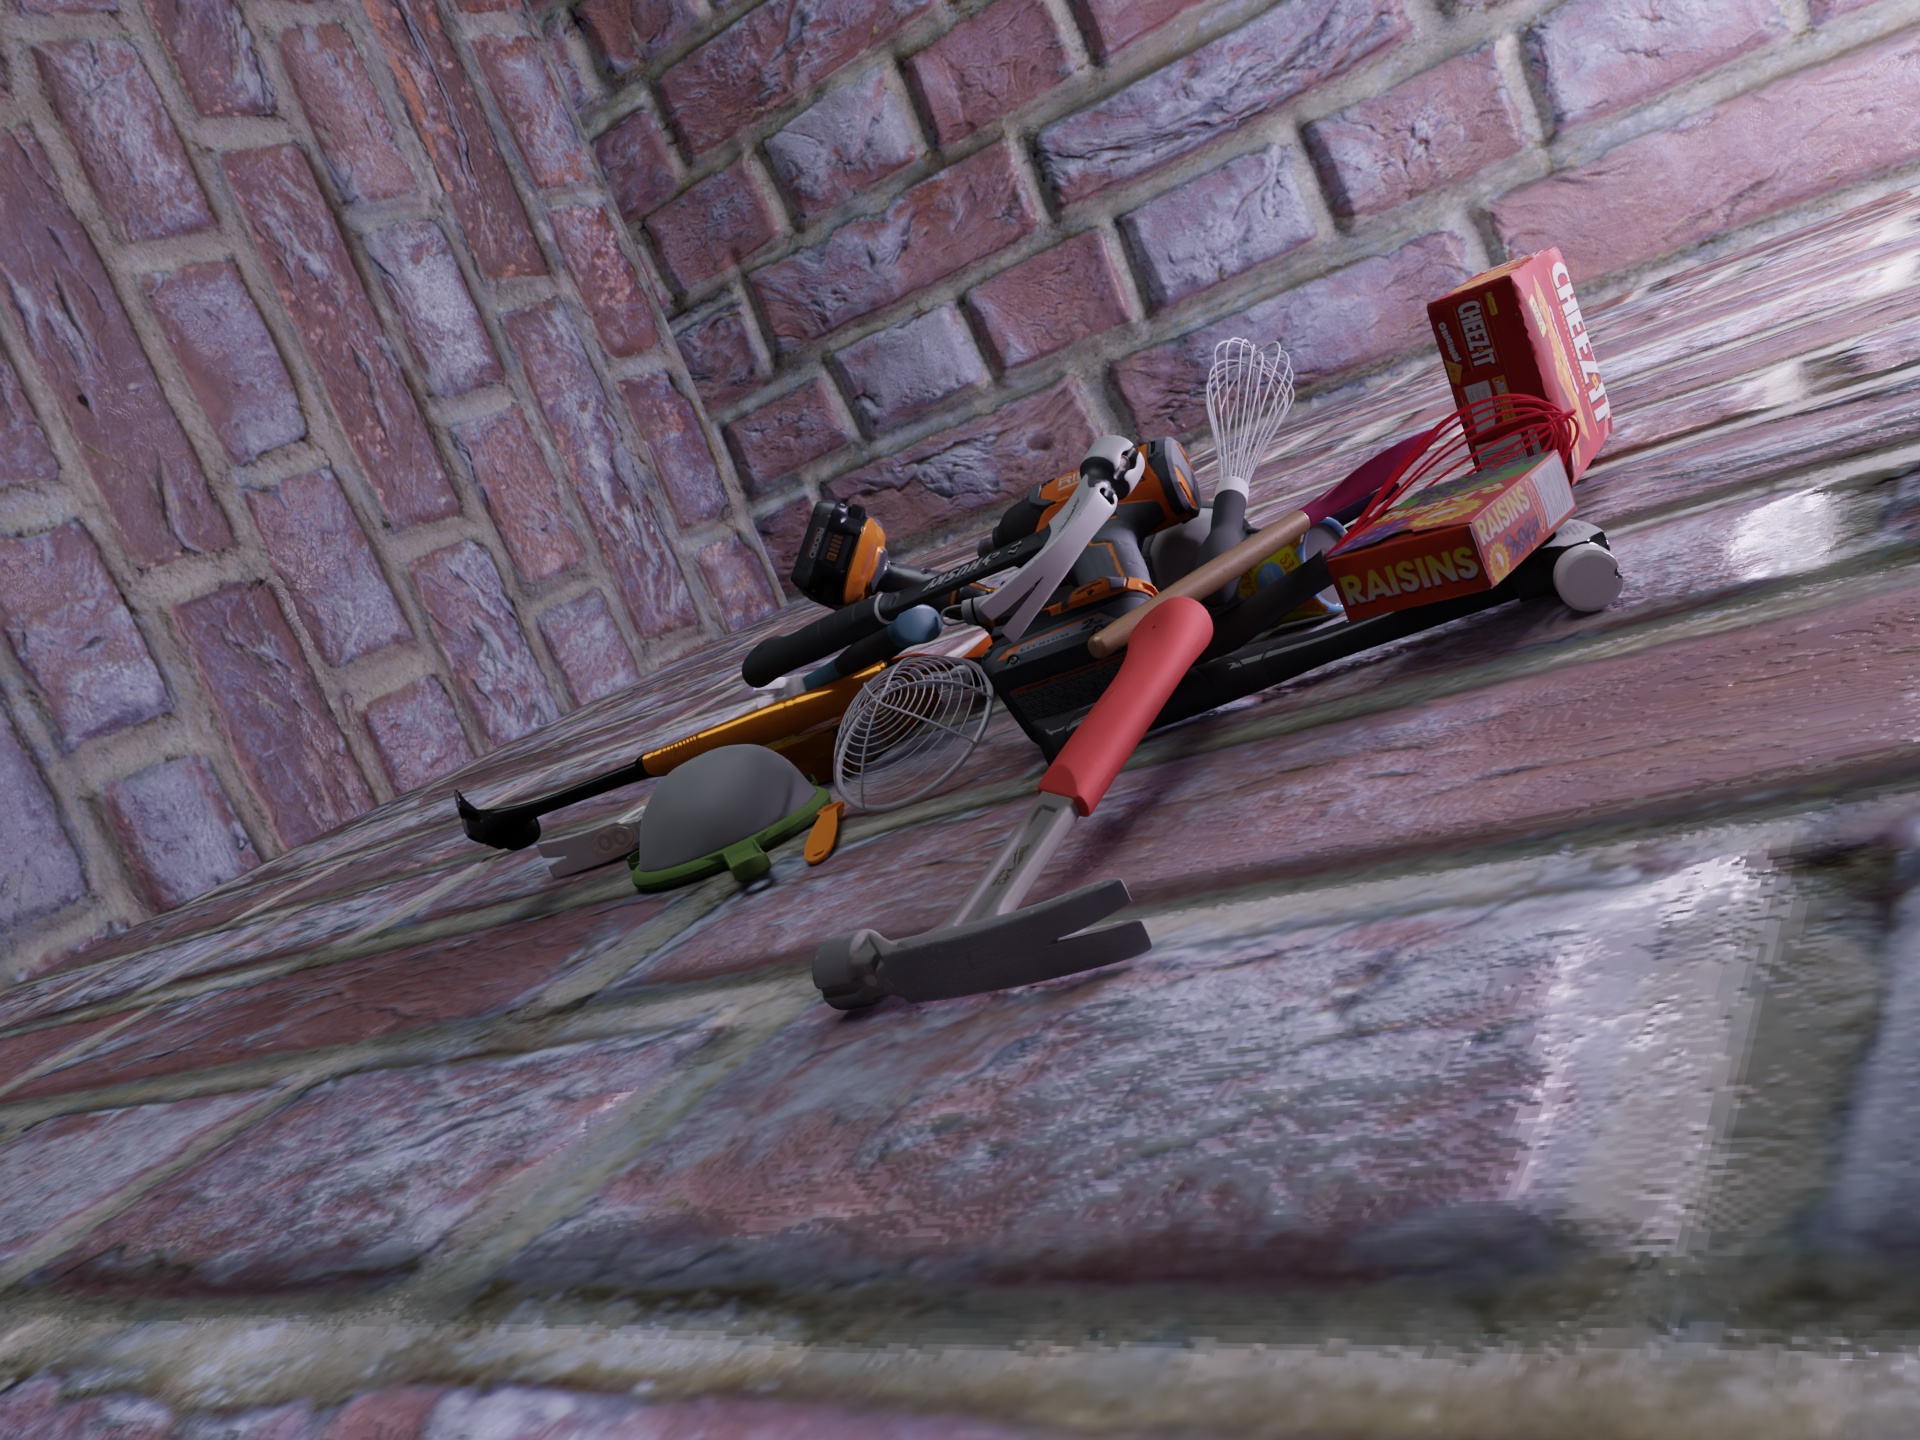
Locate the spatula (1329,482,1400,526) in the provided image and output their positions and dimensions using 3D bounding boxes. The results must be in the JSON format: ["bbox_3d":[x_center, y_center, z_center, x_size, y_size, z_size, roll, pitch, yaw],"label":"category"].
[{"bbox_3d":[0.199,-0.108,1.251,0.316,0.018,0.059,-27,-10,14],"label":"spatula"}]

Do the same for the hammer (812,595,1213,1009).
[{"bbox_3d":[0.069,0.018,0.757,0.149,0.036,0.359,-18,17,31],"label":"hammer"}]

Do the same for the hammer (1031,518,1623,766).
[{"bbox_3d":[0.195,-0.040,0.904,0.335,0.035,0.146,-20,10,18],"label":"hammer"}]

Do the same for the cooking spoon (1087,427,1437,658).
[{"bbox_3d":[0.194,-0.113,0.984,0.319,0.017,0.068,-31,-9,-29],"label":"cooking spoon"}]

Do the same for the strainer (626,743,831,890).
[{"bbox_3d":[-0.161,0.061,1.070,0.151,0.069,0.256,-24,8,-10],"label":"strainer"}]

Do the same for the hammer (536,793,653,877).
[{"bbox_3d":[-0.215,0.038,1.444,0.146,0.038,0.411,-20,9,25],"label":"hammer"}]

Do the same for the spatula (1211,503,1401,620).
[{"bbox_3d":[0.301,-0.130,1.213,0.317,0.044,0.082,-23,7,-35],"label":"spatula"}]

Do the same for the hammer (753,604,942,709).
[{"bbox_3d":[-0.086,-0.050,1.320,0.128,0.033,0.331,-14,-3,-21],"label":"hammer"}]

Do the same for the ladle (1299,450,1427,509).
[{"bbox_3d":[0.282,-0.167,1.280,0.069,0.031,0.315,-20,-4,-21],"label":"ladle"}]

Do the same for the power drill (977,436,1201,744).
[{"bbox_3d":[0.077,-0.090,1.065,0.164,0.084,0.227,-19,37,24],"label":"power drill"}]

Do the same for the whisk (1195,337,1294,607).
[{"bbox_3d":[0.193,-0.176,1.105,0.070,0.070,0.285,-17,39,32],"label":"whisk"}]

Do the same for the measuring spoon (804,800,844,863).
[{"bbox_3d":[-0.085,0.073,1.015,0.021,0.011,0.117,-24,12,6],"label":"measuring spoon"}]

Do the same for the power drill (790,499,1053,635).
[{"bbox_3d":[-0.019,-0.108,1.294,0.226,0.084,0.185,19,-2,2],"label":"power drill"}]

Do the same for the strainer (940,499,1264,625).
[{"bbox_3d":[0.108,-0.102,1.152,0.258,0.087,0.050,-13,-3,13],"label":"strainer"}]

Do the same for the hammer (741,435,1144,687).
[{"bbox_3d":[-0.043,-0.077,1.094,0.409,0.036,0.149,-18,33,53],"label":"hammer"}]

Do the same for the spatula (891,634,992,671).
[{"bbox_3d":[0.049,-0.098,1.574,0.322,0.041,0.081,-28,10,-35],"label":"spatula"}]

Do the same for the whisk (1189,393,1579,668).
[{"bbox_3d":[0.245,-0.107,0.982,0.296,0.073,0.073,-35,1,33],"label":"whisk"}]

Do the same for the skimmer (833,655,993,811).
[{"bbox_3d":[-0.002,-0.004,1.188,0.127,0.090,0.363,-32,-4,14],"label":"skimmer"}]

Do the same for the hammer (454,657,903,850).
[{"bbox_3d":[-0.205,0.022,1.186,0.337,0.034,0.127,-20,-10,-1],"label":"hammer"}]
